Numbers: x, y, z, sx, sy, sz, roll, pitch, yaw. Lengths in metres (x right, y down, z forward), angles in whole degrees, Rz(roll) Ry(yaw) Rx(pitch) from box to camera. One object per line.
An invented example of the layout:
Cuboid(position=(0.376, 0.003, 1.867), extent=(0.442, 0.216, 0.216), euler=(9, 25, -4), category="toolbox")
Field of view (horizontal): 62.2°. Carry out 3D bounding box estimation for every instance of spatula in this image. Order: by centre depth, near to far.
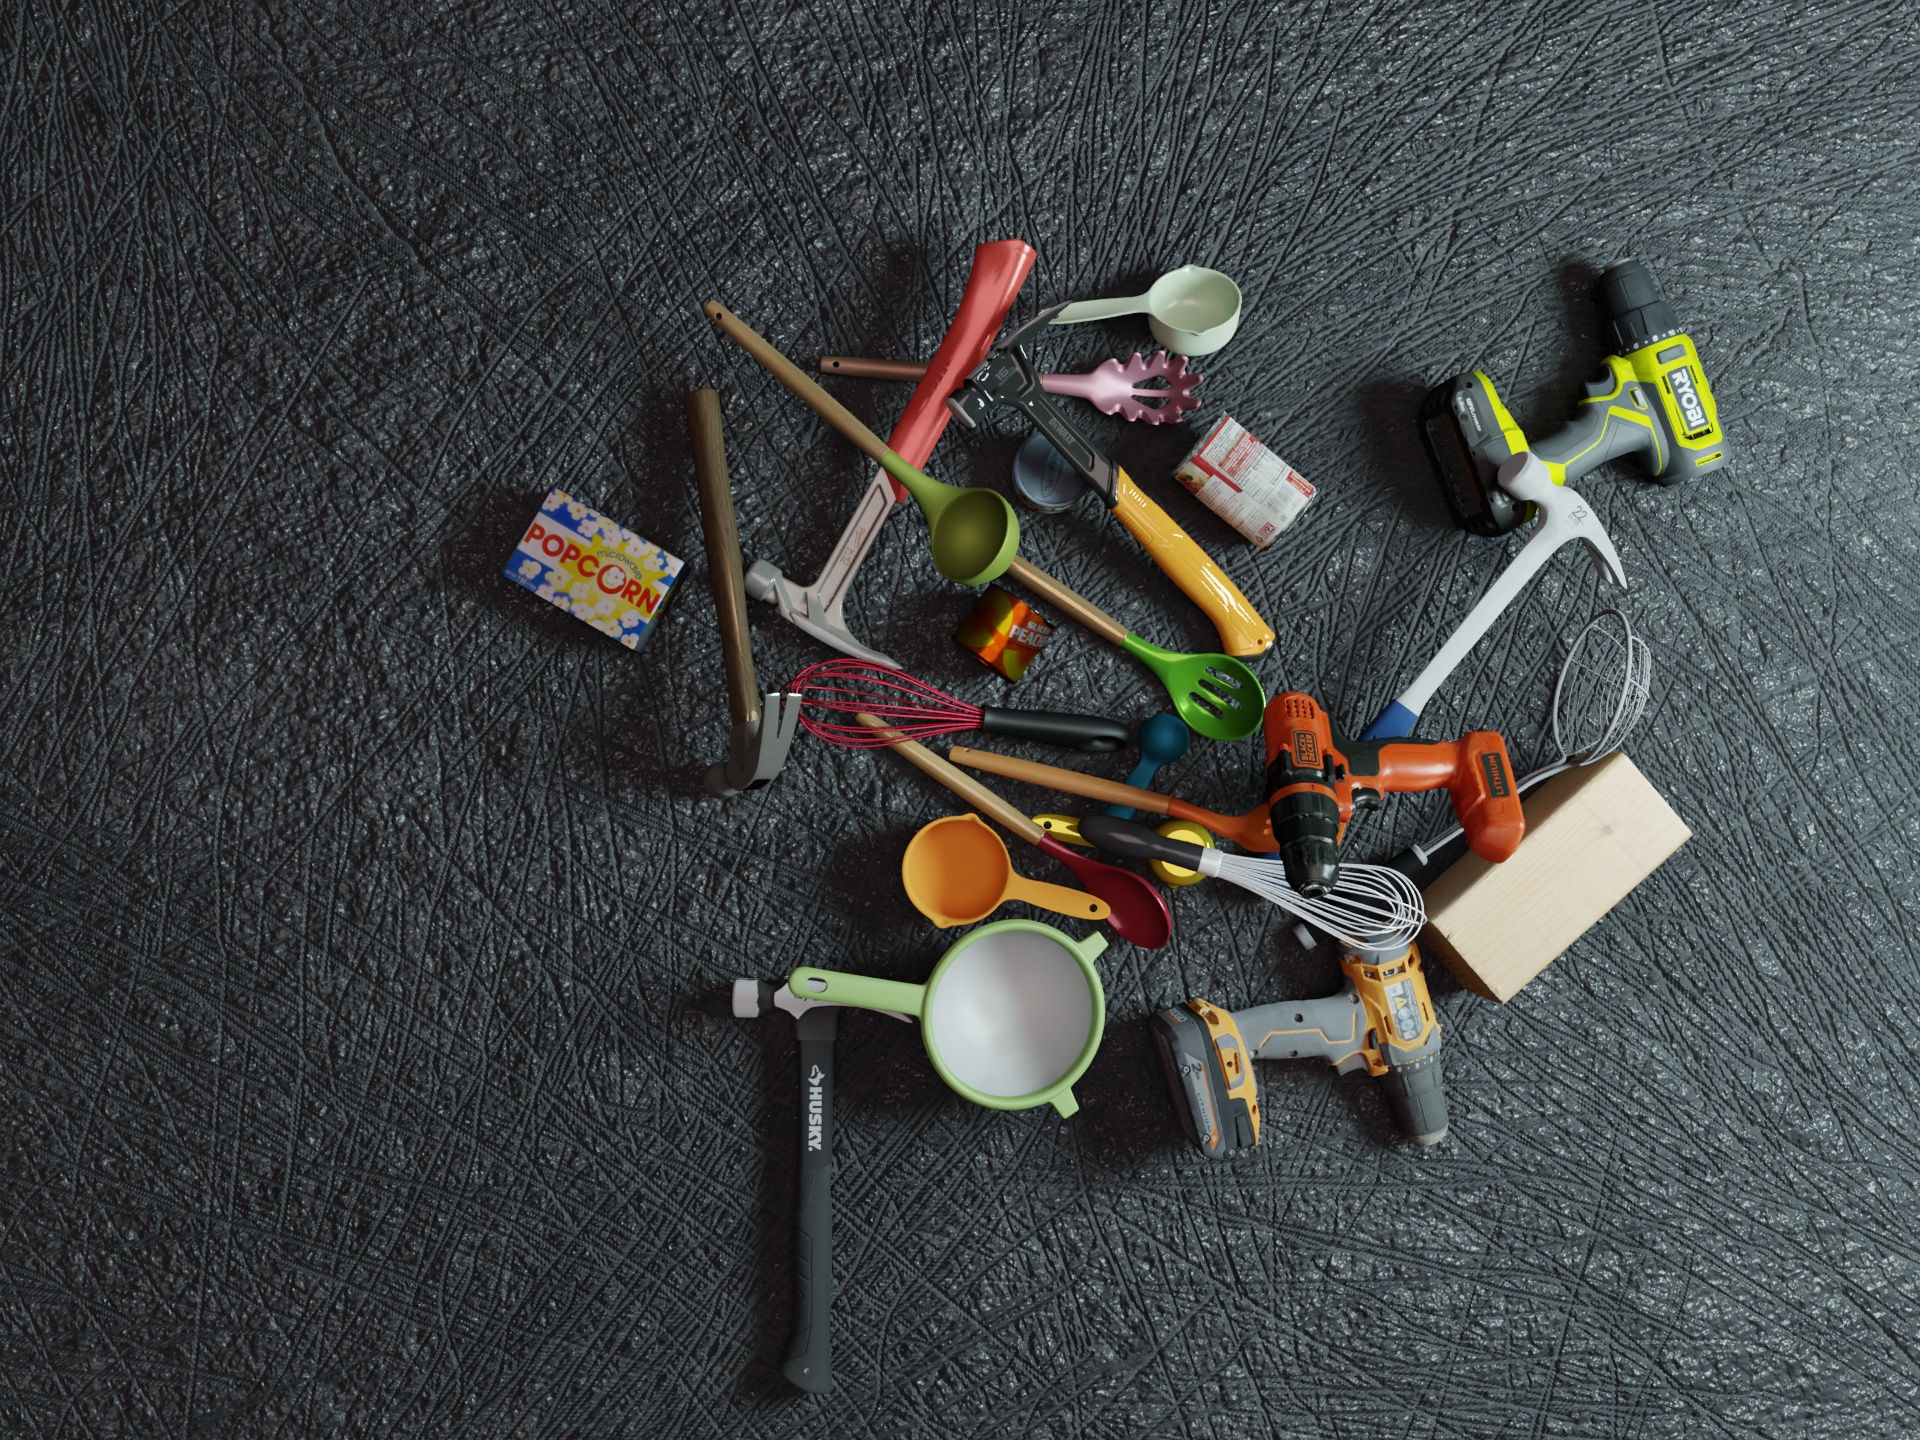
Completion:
Cuboid(position=(0.146, 0.056, 1.280), extent=(0.322, 0.081, 0.041), euler=(13, 129, 13), category="spatula")

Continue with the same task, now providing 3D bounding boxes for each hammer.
Cuboid(position=(-0.187, -0.109, 1.283), extent=(0.031, 0.130, 0.331), euler=(-3, 79, -35), category="hammer")
Cuboid(position=(0.374, -0.015, 1.294), extent=(0.144, 0.035, 0.405), euler=(35, 98, -20), category="hammer")
Cuboid(position=(0.145, -0.180, 1.294), extent=(0.127, 0.034, 0.336), euler=(-45, 102, -4), category="hammer")
Cuboid(position=(-0.114, 0.377, 1.297), extent=(0.146, 0.035, 0.335), euler=(1, 88, -2), category="hammer")
Cuboid(position=(-0.031, -0.224, 1.299), extent=(0.149, 0.037, 0.359), euler=(30, 94, 0), category="hammer")

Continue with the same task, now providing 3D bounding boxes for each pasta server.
Cuboid(position=(0.041, -0.284, 1.322), extent=(0.316, 0.040, 0.060), euler=(5, 93, -1), category="pasta server")

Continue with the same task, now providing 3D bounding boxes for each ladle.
Cuboid(position=(-0.083, -0.225, 1.256), extent=(0.320, 0.062, 0.078), euler=(41, 105, 1), category="ladle")
Cuboid(position=(0.044, 0.084, 1.312), extent=(0.315, 0.069, 0.031), euler=(35, 47, 3), category="ladle")

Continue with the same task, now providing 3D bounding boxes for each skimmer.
Cuboid(position=(0.409, 0.052, 1.303), extent=(0.363, 0.127, 0.090), euler=(-37, 99, 6), category="skimmer")

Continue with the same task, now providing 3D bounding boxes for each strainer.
Cuboid(position=(-0.014, 0.224, 1.278), extent=(0.256, 0.069, 0.151), euler=(11, 88, -11), category="strainer")

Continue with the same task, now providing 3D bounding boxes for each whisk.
Cuboid(position=(0.231, 0.123, 1.275), extent=(0.284, 0.070, 0.070), euler=(15, 88, 8), category="whisk")
Cuboid(position=(-0.002, -0.004, 1.294), extent=(0.295, 0.073, 0.073), euler=(8, 88, -12), category="whisk")

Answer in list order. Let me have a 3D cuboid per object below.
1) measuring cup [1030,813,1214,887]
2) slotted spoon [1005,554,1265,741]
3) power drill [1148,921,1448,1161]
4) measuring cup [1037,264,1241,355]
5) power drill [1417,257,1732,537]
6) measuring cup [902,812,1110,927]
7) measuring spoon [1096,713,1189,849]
Cuboid(position=(0.135, 0.100, 1.318), extent=(0.156, 0.029, 0.062), euler=(11, 88, -1), category="measuring cup")
Cuboid(position=(0.116, -0.084, 1.324), extent=(0.314, 0.031, 0.070), euler=(33, 109, 1), category="slotted spoon")
Cuboid(position=(0.286, 0.284, 1.296), extent=(0.226, 0.084, 0.185), euler=(-18, 97, -8), category="power drill")
Cuboid(position=(0.148, -0.332, 1.321), extent=(0.167, 0.038, 0.083), euler=(-5, 57, 4), category="measuring cup")
Cuboid(position=(0.507, -0.265, 1.323), extent=(0.228, 0.080, 0.190), euler=(-21, 91, -6), category="power drill")
Cuboid(position=(0.036, 0.133, 1.303), extent=(0.173, 0.052, 0.095), euler=(16, 88, -4), category="measuring cup")
Cuboid(position=(0.145, 0.050, 1.309), extent=(0.042, 0.021, 0.128), euler=(30, 82, 15), category="measuring spoon")
